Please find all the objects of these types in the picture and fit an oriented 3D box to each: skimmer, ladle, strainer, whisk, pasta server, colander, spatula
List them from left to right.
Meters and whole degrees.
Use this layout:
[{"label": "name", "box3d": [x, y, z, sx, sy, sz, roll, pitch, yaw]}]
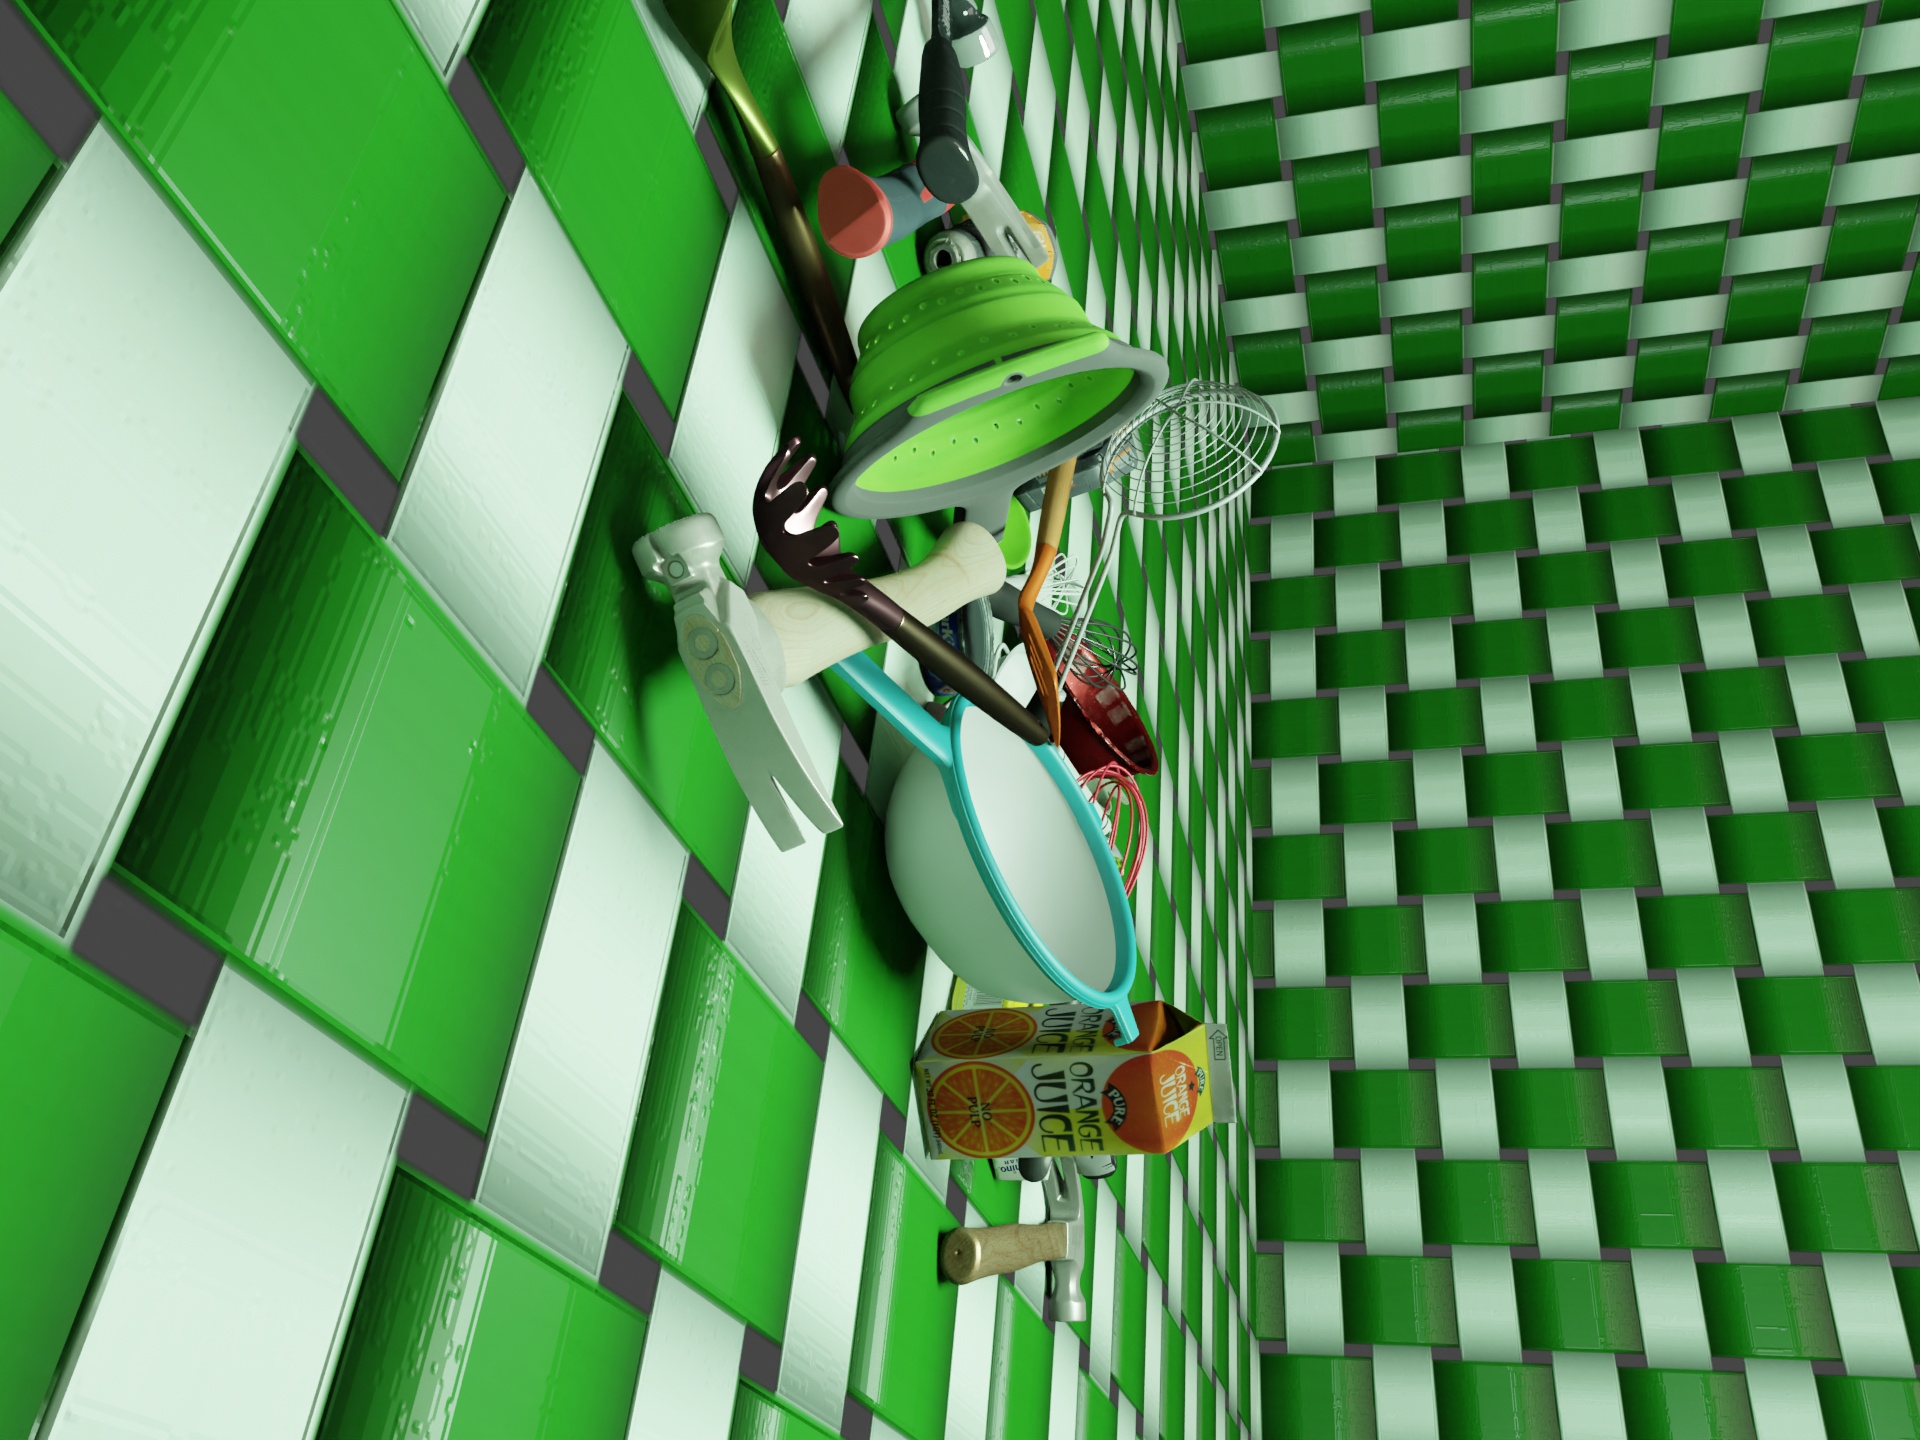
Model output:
[{"label": "ladle", "box3d": [-0.082, -0.277, 0.831, 0.319, 0.062, 0.078, 69, 23, -53]}, {"label": "pasta server", "box3d": [-0.016, -0.045, 0.793, 0.316, 0.040, 0.060, 37, 25, -57]}, {"label": "strainer", "box3d": [-0.019, 0.056, 0.943, 0.340, 0.095, 0.211, 45, 27, -37]}, {"label": "colander", "box3d": [0.004, -0.186, 0.981, 0.397, 0.204, 0.094, 104, -34, -82]}, {"label": "whisk", "box3d": [0.056, -0.108, 1.303, 0.059, 0.058, 0.246, -62, 166, 15]}, {"label": "strainer", "box3d": [0.065, 0.023, 1.238, 0.087, 0.050, 0.258, -59, 137, -24]}, {"label": "whisk", "box3d": [0.067, -0.071, 1.215, 0.238, 0.055, 0.055, 22, 63, -51]}, {"label": "spatula", "box3d": [0.072, -0.135, 1.095, 0.081, 0.041, 0.323, 82, 17, -57]}, {"label": "whisk", "box3d": [0.078, 0.170, 1.105, 0.073, 0.073, 0.296, 45, 55, -67]}, {"label": "skimmer", "box3d": [0.110, -0.072, 1.140, 0.090, 0.127, 0.363, 6, 115, -38]}]

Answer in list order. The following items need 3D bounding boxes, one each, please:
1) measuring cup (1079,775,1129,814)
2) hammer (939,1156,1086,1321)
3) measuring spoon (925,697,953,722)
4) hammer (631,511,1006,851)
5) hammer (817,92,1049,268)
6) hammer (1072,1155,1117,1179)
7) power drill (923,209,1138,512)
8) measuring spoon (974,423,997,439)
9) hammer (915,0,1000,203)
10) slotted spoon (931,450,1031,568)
[{"label": "measuring cup", "box3d": [0.112, 0.064, 1.415, 0.083, 0.038, 0.167, 63, 14, 21]}, {"label": "hammer", "box3d": [0.045, 0.382, 1.163, 0.331, 0.031, 0.130, 44, 44, -67]}, {"label": "measuring spoon", "box3d": [-0.002, -0.004, 1.116, 0.124, 0.018, 0.034, -33, 118, -73]}, {"label": "hammer", "box3d": [-0.038, -0.051, 0.849, 0.146, 0.038, 0.410, 66, 20, -3]}, {"label": "hammer", "box3d": [-0.015, -0.304, 0.952, 0.143, 0.038, 0.386, 54, 20, -15]}, {"label": "hammer", "box3d": [0.081, 0.178, 1.243, 0.127, 0.034, 0.337, 72, 10, -63]}, {"label": "power drill", "box3d": [0.049, -0.278, 1.213, 0.226, 0.084, 0.185, 69, 26, -9]}, {"label": "measuring spoon", "box3d": [-0.001, -0.217, 1.189, 0.128, 0.021, 0.042, -3, 81, -65]}, {"label": "hammer", "box3d": [-0.012, -0.425, 0.998, 0.409, 0.036, 0.149, -91, 157, -50]}, {"label": "slotted spoon", "box3d": [-0.005, -0.179, 1.136, 0.313, 0.031, 0.070, 36, 51, -68]}]
